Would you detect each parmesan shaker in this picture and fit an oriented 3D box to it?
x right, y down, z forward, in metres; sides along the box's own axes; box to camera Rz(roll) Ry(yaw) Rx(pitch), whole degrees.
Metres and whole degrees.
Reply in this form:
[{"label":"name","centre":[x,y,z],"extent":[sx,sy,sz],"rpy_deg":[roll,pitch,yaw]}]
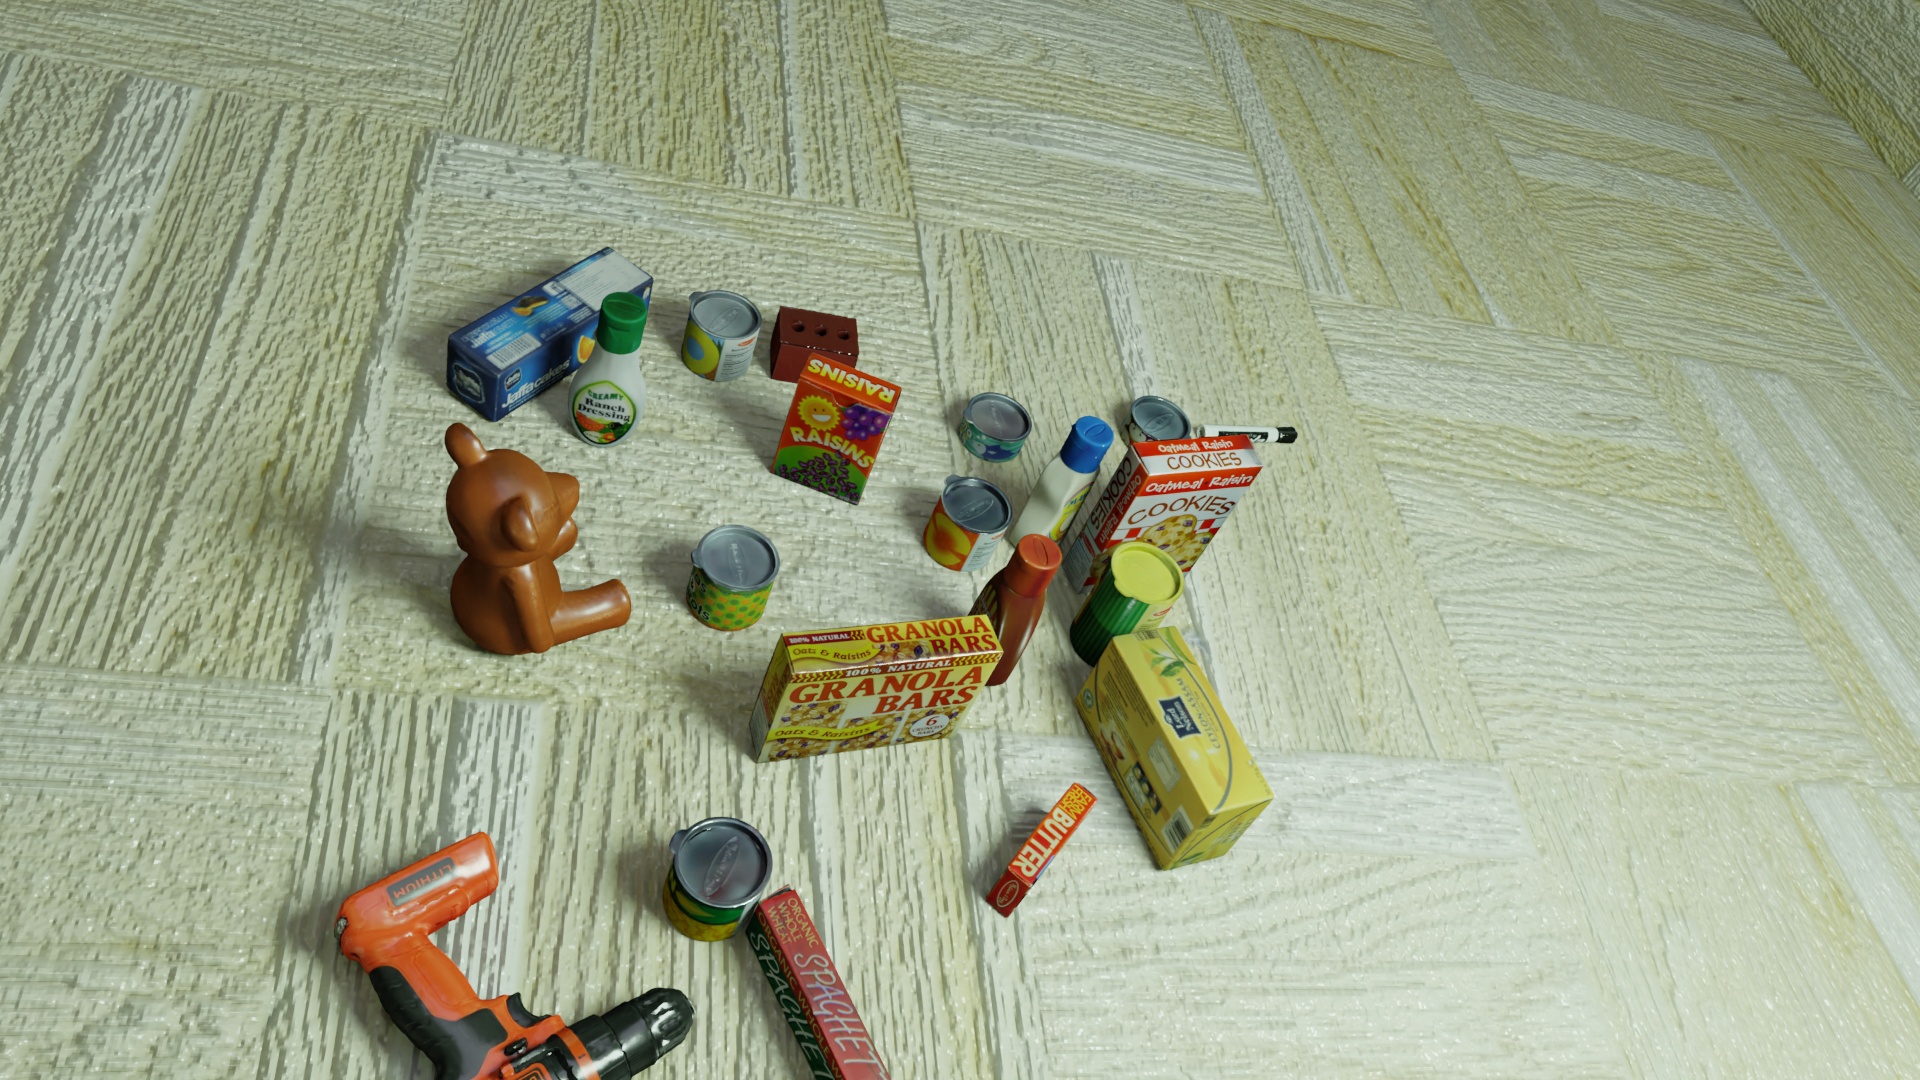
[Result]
[{"label":"parmesan shaker","centre":[0.139,0.059,1.196],"extent":[0.071,0.102,0.072],"rpy_deg":[12,47,-13]}]

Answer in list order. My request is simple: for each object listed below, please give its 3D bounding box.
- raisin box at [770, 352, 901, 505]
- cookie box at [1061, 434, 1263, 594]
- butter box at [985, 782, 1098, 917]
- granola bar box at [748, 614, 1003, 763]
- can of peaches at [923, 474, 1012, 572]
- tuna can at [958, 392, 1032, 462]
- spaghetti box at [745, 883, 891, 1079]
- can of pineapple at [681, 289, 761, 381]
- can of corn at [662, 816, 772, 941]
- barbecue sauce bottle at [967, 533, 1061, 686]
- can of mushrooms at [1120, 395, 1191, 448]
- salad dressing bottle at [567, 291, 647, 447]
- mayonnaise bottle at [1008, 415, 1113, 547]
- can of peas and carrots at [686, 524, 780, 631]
[{"label":"raisin box","centre":[-0.110,-0.096,1.212],"extent":[0.086,0.122,0.040],"rpy_deg":[22,46,-4]},{"label":"cookie box","centre":[0.178,-0.024,1.240],"extent":[0.123,0.166,0.040],"rpy_deg":[-6,54,-27]},{"label":"butter box","centre":[0.061,0.232,1.046],"extent":[0.024,0.052,0.104],"rpy_deg":[37,47,11]},{"label":"granola bar box","centre":[-0.066,0.111,1.048],"extent":[0.166,0.123,0.039],"rpy_deg":[-4,53,-26]},{"label":"can of peaches","centre":[0.004,-0.015,1.236],"extent":[0.071,0.057,0.071],"rpy_deg":[12,47,-13]},{"label":"tuna can","centre":[0.031,-0.109,1.347],"extent":[0.071,0.032,0.071],"rpy_deg":[12,47,-13]},{"label":"spaghetti box","centre":[-0.071,0.342,0.894],"extent":[0.029,0.049,0.251],"rpy_deg":[-15,58,-33]},{"label":"can of pineapple","centre":[-0.224,-0.191,1.293],"extent":[0.071,0.057,0.071],"rpy_deg":[12,47,-13]},{"label":"can of corn","centre":[-0.169,0.230,0.946],"extent":[0.071,0.058,0.071],"rpy_deg":[12,47,-13]},{"label":"barbecue sauce bottle","centre":[0.040,0.054,1.127],"extent":[0.044,0.147,0.065],"rpy_deg":[1,51,-23]},{"label":"can of mushrooms","centre":[0.201,-0.112,1.421],"extent":[0.071,0.033,0.071],"rpy_deg":[12,47,-13]},{"label":"salad dressing bottle","centre":[-0.290,-0.142,1.159],"extent":[0.064,0.146,0.044],"rpy_deg":[13,47,-12]},{"label":"mayonnaise bottle","centre":[0.093,-0.048,1.239],"extent":[0.041,0.147,0.065],"rpy_deg":[44,48,17]},{"label":"can of peas and carrots","centre":[-0.185,0.031,1.114],"extent":[0.071,0.058,0.071],"rpy_deg":[12,47,-13]}]
